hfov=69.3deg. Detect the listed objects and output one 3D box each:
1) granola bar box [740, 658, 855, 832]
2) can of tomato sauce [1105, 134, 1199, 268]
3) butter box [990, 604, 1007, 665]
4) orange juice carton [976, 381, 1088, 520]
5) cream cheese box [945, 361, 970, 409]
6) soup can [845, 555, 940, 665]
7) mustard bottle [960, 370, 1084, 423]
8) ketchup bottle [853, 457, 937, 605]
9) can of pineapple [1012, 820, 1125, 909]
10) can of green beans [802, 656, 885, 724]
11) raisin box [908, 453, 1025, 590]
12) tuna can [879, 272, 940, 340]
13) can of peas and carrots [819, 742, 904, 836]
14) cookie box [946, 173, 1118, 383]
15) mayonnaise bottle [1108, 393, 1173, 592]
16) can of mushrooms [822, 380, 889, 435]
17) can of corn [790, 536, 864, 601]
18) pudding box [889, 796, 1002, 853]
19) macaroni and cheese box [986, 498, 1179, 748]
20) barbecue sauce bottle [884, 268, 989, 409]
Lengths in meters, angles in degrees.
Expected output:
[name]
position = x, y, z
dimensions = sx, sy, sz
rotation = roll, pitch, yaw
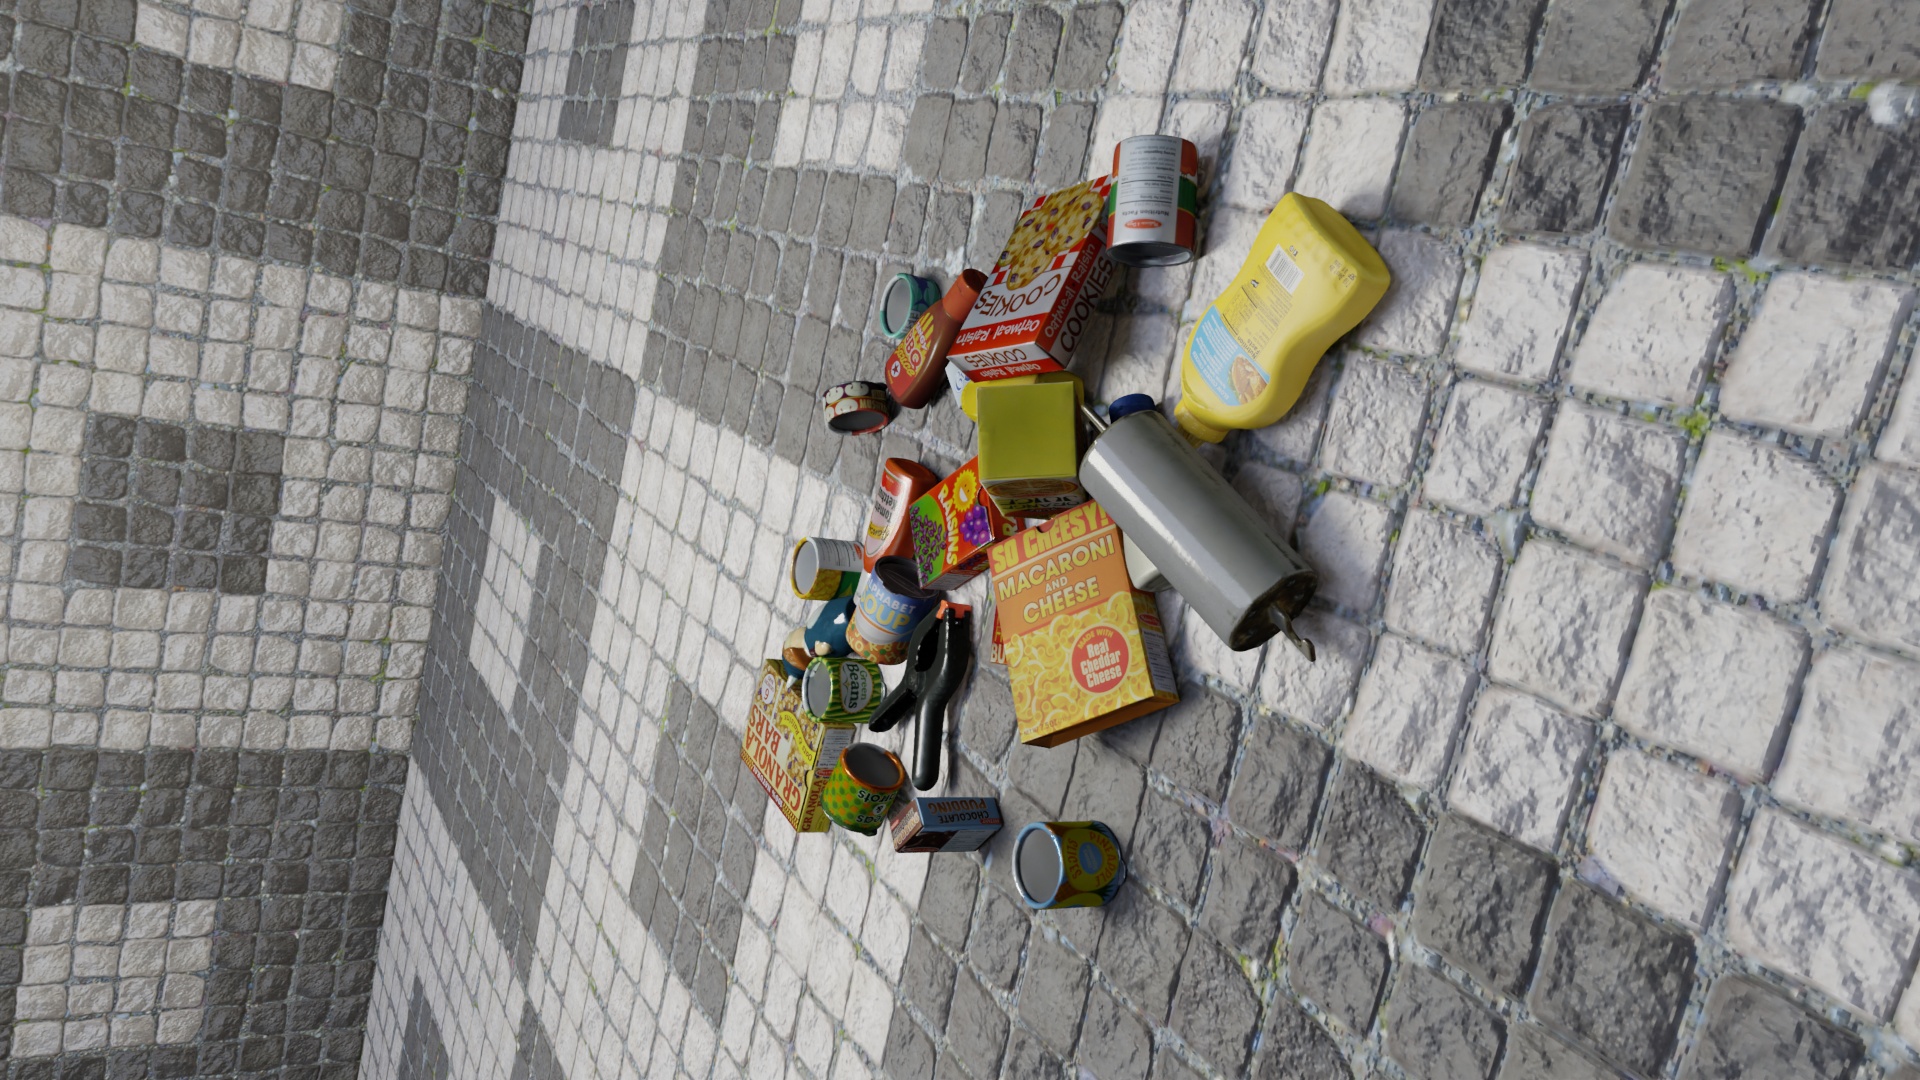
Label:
[granola bar box]
position = -0.178, 0.216, 1.484
dimensions = 0.166, 0.039, 0.124
rotation = 36, 114, 54
[can of tomato sauce]
position = 0.146, -0.256, 1.053
dimensions = 0.071, 0.071, 0.083
rotation = -2, 82, 57
[butter box]
position = 0.064, 0.082, 1.153
dimensions = 0.103, 0.024, 0.053
rotation = 3, 86, 57
[orange juice carton]
position = 0.062, -0.064, 1.085
dimensions = 0.192, 0.073, 0.072
rotation = 46, -137, -77
[cream cheese box]
position = 0.025, -0.170, 1.257
dimensions = 0.103, 0.024, 0.053
rotation = -53, 43, 38
[soup can]
position = -0.066, 0.067, 1.311
dimensions = 0.071, 0.071, 0.083
rotation = 56, 130, 45
[mustard bottle]
position = 0.040, -0.122, 1.190
dimensions = 0.160, 0.065, 0.048
rotation = 7, 94, 58
[ketchup bottle]
position = -0.066, -0.002, 1.350
dimensions = 0.065, 0.043, 0.148
rotation = 40, 118, 52
[can of pineapple]
position = 0.082, 0.248, 1.065
dimensions = 0.071, 0.058, 0.071
rotation = -15, 72, 55
[can of green beans]
position = -0.118, 0.150, 1.388
dimensions = 0.071, 0.058, 0.071
rotation = -14, 73, 55
[raisin box]
position = 0.004, -0.016, 1.248
dimensions = 0.123, 0.040, 0.086
rotation = -34, 56, 49
[tuna can]
position = -0.050, -0.228, 1.374
dimensions = 0.071, 0.033, 0.071
rotation = -15, 72, 55
[can of peas and carrots]
position = -0.092, 0.237, 1.326
dimensions = 0.071, 0.071, 0.058
rotation = 55, 129, 45
[cookie box]
position = 0.070, -0.210, 1.125
dimensions = 0.123, 0.040, 0.168
rotation = 0, 59, 56
[mayonnaise bottle]
position = 0.143, -0.039, 1.040
dimensions = 0.064, 0.041, 0.148
rotation = -35, 55, 42
[can of mushrooms]
position = -0.104, -0.135, 1.412
dimensions = 0.070, 0.071, 0.033
rotation = -33, 58, 50
[can of corn]
position = -0.138, 0.032, 1.438
dimensions = 0.071, 0.058, 0.071
rotation = -15, 72, 55
[pudding box]
position = -0.012, 0.243, 1.186
dimensions = 0.049, 0.084, 0.030
rotation = -51, 45, 40
[macaroni and cheese box]
position = 0.091, 0.062, 1.071
dimensions = 0.123, 0.040, 0.167
rotation = -26, 62, 32
[barbecue sauce bottle]
position = -0.019, -0.193, 1.311
dimensions = 0.147, 0.044, 0.065
rotation = -49, 45, 40
